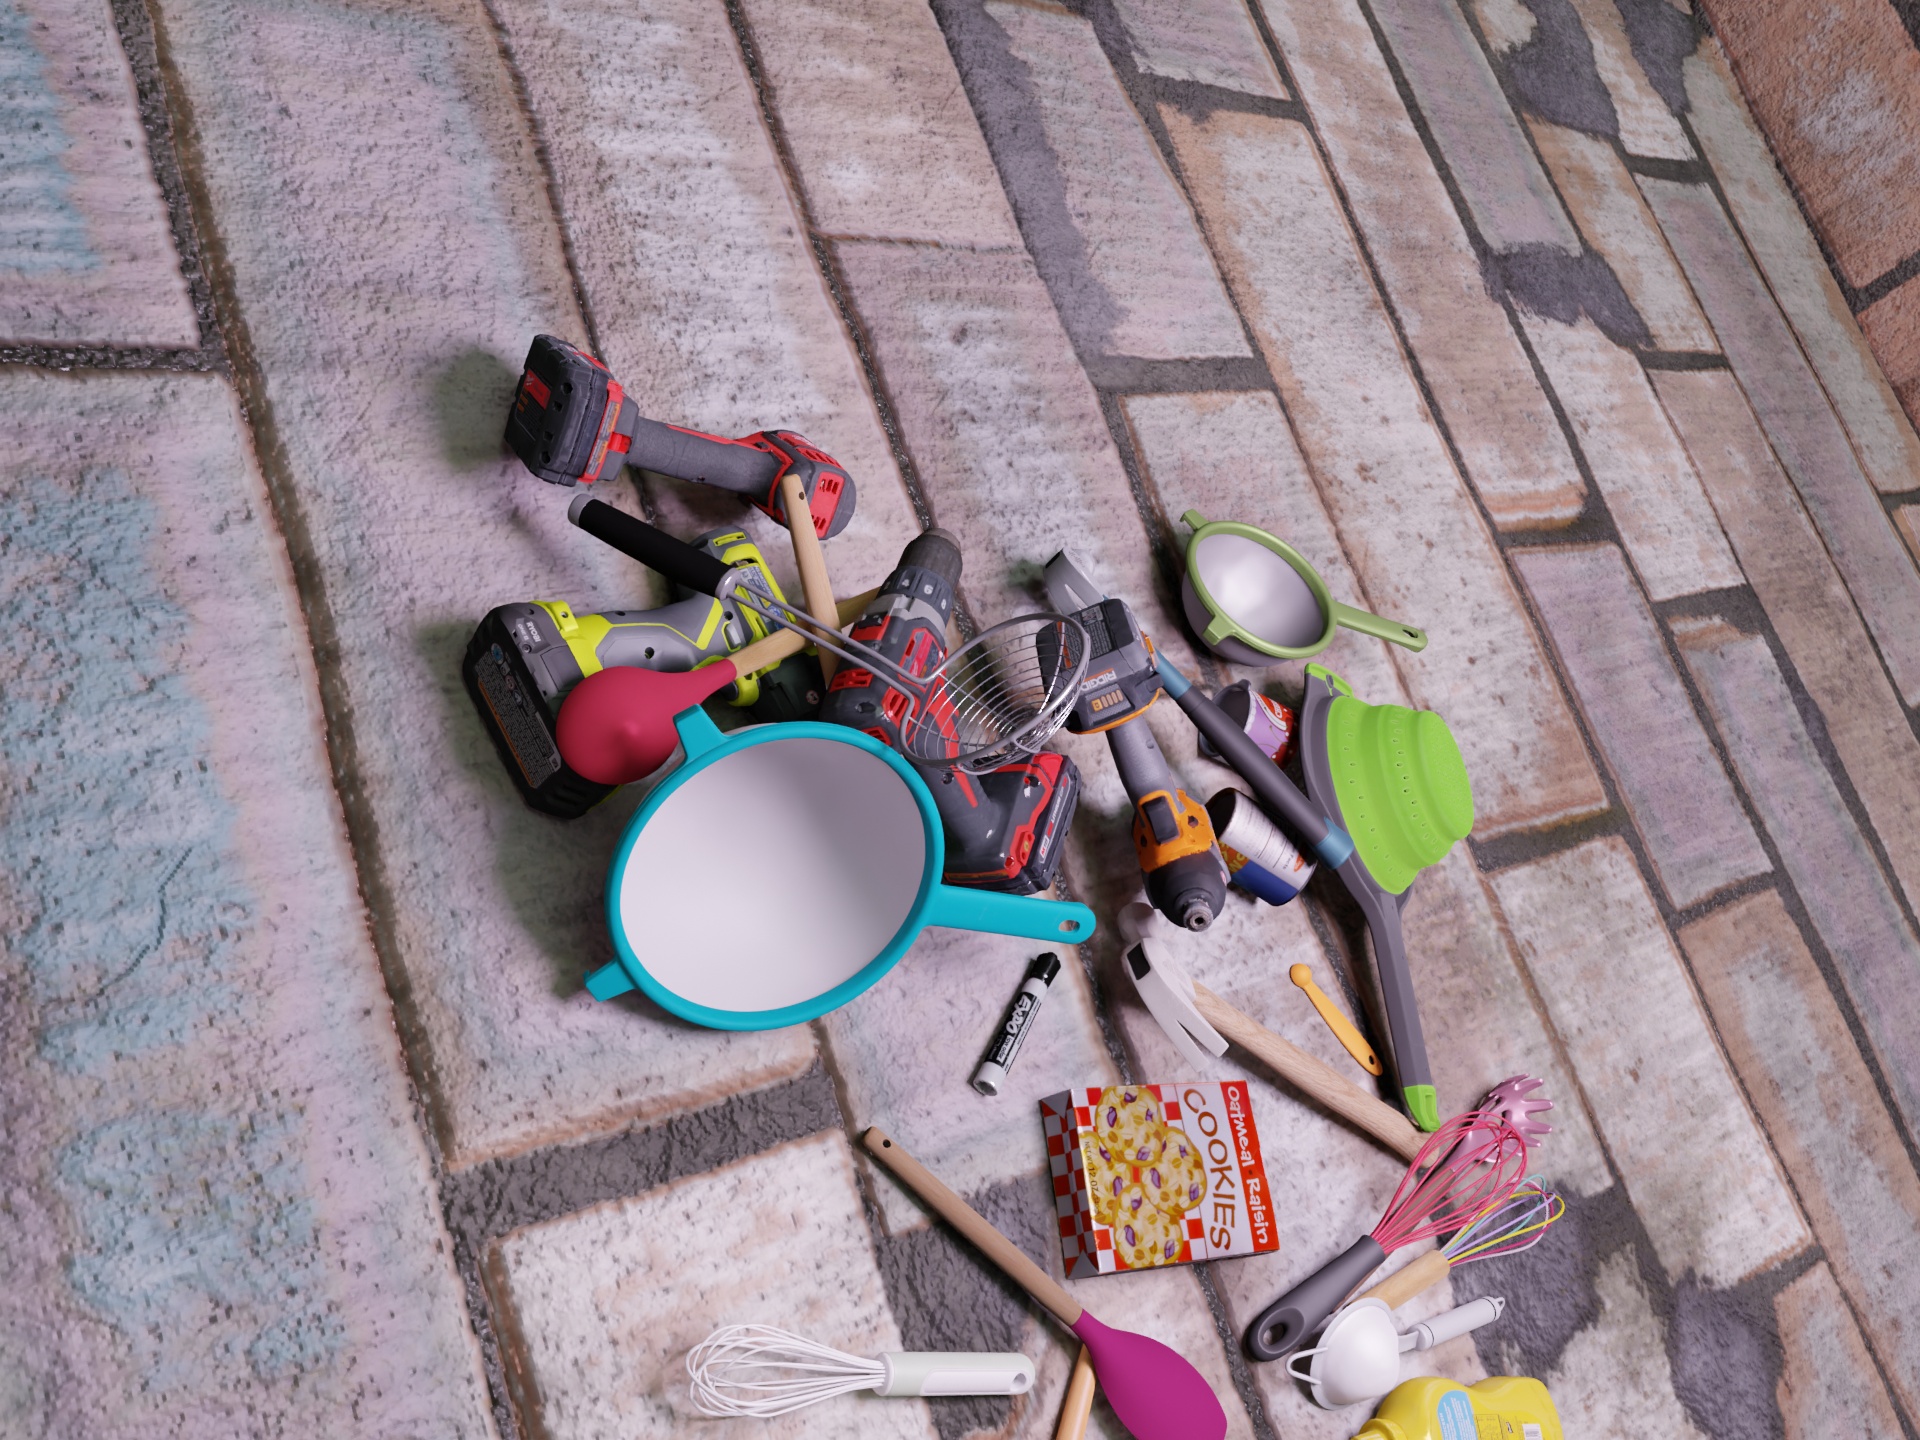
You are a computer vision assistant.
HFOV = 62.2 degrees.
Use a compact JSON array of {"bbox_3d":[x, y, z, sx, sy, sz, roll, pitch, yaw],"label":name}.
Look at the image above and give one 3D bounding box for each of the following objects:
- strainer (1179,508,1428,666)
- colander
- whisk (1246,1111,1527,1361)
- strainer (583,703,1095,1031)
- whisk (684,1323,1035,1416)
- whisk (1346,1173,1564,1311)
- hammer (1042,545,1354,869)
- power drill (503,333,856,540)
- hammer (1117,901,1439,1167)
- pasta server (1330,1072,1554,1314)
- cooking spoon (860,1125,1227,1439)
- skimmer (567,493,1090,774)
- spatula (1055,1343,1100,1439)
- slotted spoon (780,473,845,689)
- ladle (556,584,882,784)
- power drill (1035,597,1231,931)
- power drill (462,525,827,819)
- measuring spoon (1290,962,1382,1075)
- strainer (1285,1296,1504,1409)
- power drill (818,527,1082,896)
[{"bbox_3d":[0.295,-0.086,1.408,0.256,0.069,0.152,14,48,-22],"label":"strainer"},{"bbox_3d":[0.379,0.132,1.314,0.204,0.094,0.397,20,57,-53],"label":"colander"},{"bbox_3d":[0.322,0.384,1.188,0.296,0.073,0.073,-28,85,-26],"label":"whisk"},{"bbox_3d":[-0.069,0.093,1.023,0.340,0.211,0.095,12,18,-30],"label":"strainer"},{"bbox_3d":[-0.053,0.391,0.950,0.246,0.059,0.058,16,98,-33],"label":"whisk"},{"bbox_3d":[0.392,0.417,1.248,0.245,0.051,0.047,-15,38,-34],"label":"whisk"},{"bbox_3d":[0.187,-0.012,1.259,0.331,0.033,0.128,46,16,5],"label":"hammer"},{"bbox_3d":[-0.190,-0.189,1.095,0.219,0.078,0.143,13,17,-32],"label":"power drill"},{"bbox_3d":[0.252,0.262,1.217,0.331,0.031,0.130,35,22,-23],"label":"hammer"},{"bbox_3d":[0.382,0.377,1.270,0.316,0.040,0.060,-27,95,-40],"label":"pasta server"},{"bbox_3d":[0.056,0.373,1.038,0.319,0.017,0.069,42,46,-4],"label":"cooking spoon"},{"bbox_3d":[-0.093,-0.075,0.966,0.363,0.090,0.127,27,60,15],"label":"skimmer"},{"bbox_3d":[0.048,0.527,0.955,0.081,0.041,0.323,34,51,-16],"label":"spatula"},{"bbox_3d":[-0.077,-0.011,1.070,0.070,0.031,0.313,-32,114,-50],"label":"slotted spoon"},{"bbox_3d":[-0.134,-0.040,1.033,0.315,0.031,0.069,-32,101,-49],"label":"ladle"},{"bbox_3d":[0.133,0.041,1.154,0.164,0.084,0.226,-93,159,-67],"label":"power drill"},{"bbox_3d":[-0.192,-0.026,1.042,0.223,0.080,0.171,-22,81,-44],"label":"power drill"},{"bbox_3d":[0.311,0.245,1.302,0.117,0.011,0.021,51,49,-3],"label":"measuring spoon"},{"bbox_3d":[0.341,0.463,1.189,0.258,0.050,0.087,2,101,-42],"label":"strainer"},{"bbox_3d":[-0.002,-0.004,1.101,0.226,0.080,0.188,54,42,-36],"label":"power drill"}]
